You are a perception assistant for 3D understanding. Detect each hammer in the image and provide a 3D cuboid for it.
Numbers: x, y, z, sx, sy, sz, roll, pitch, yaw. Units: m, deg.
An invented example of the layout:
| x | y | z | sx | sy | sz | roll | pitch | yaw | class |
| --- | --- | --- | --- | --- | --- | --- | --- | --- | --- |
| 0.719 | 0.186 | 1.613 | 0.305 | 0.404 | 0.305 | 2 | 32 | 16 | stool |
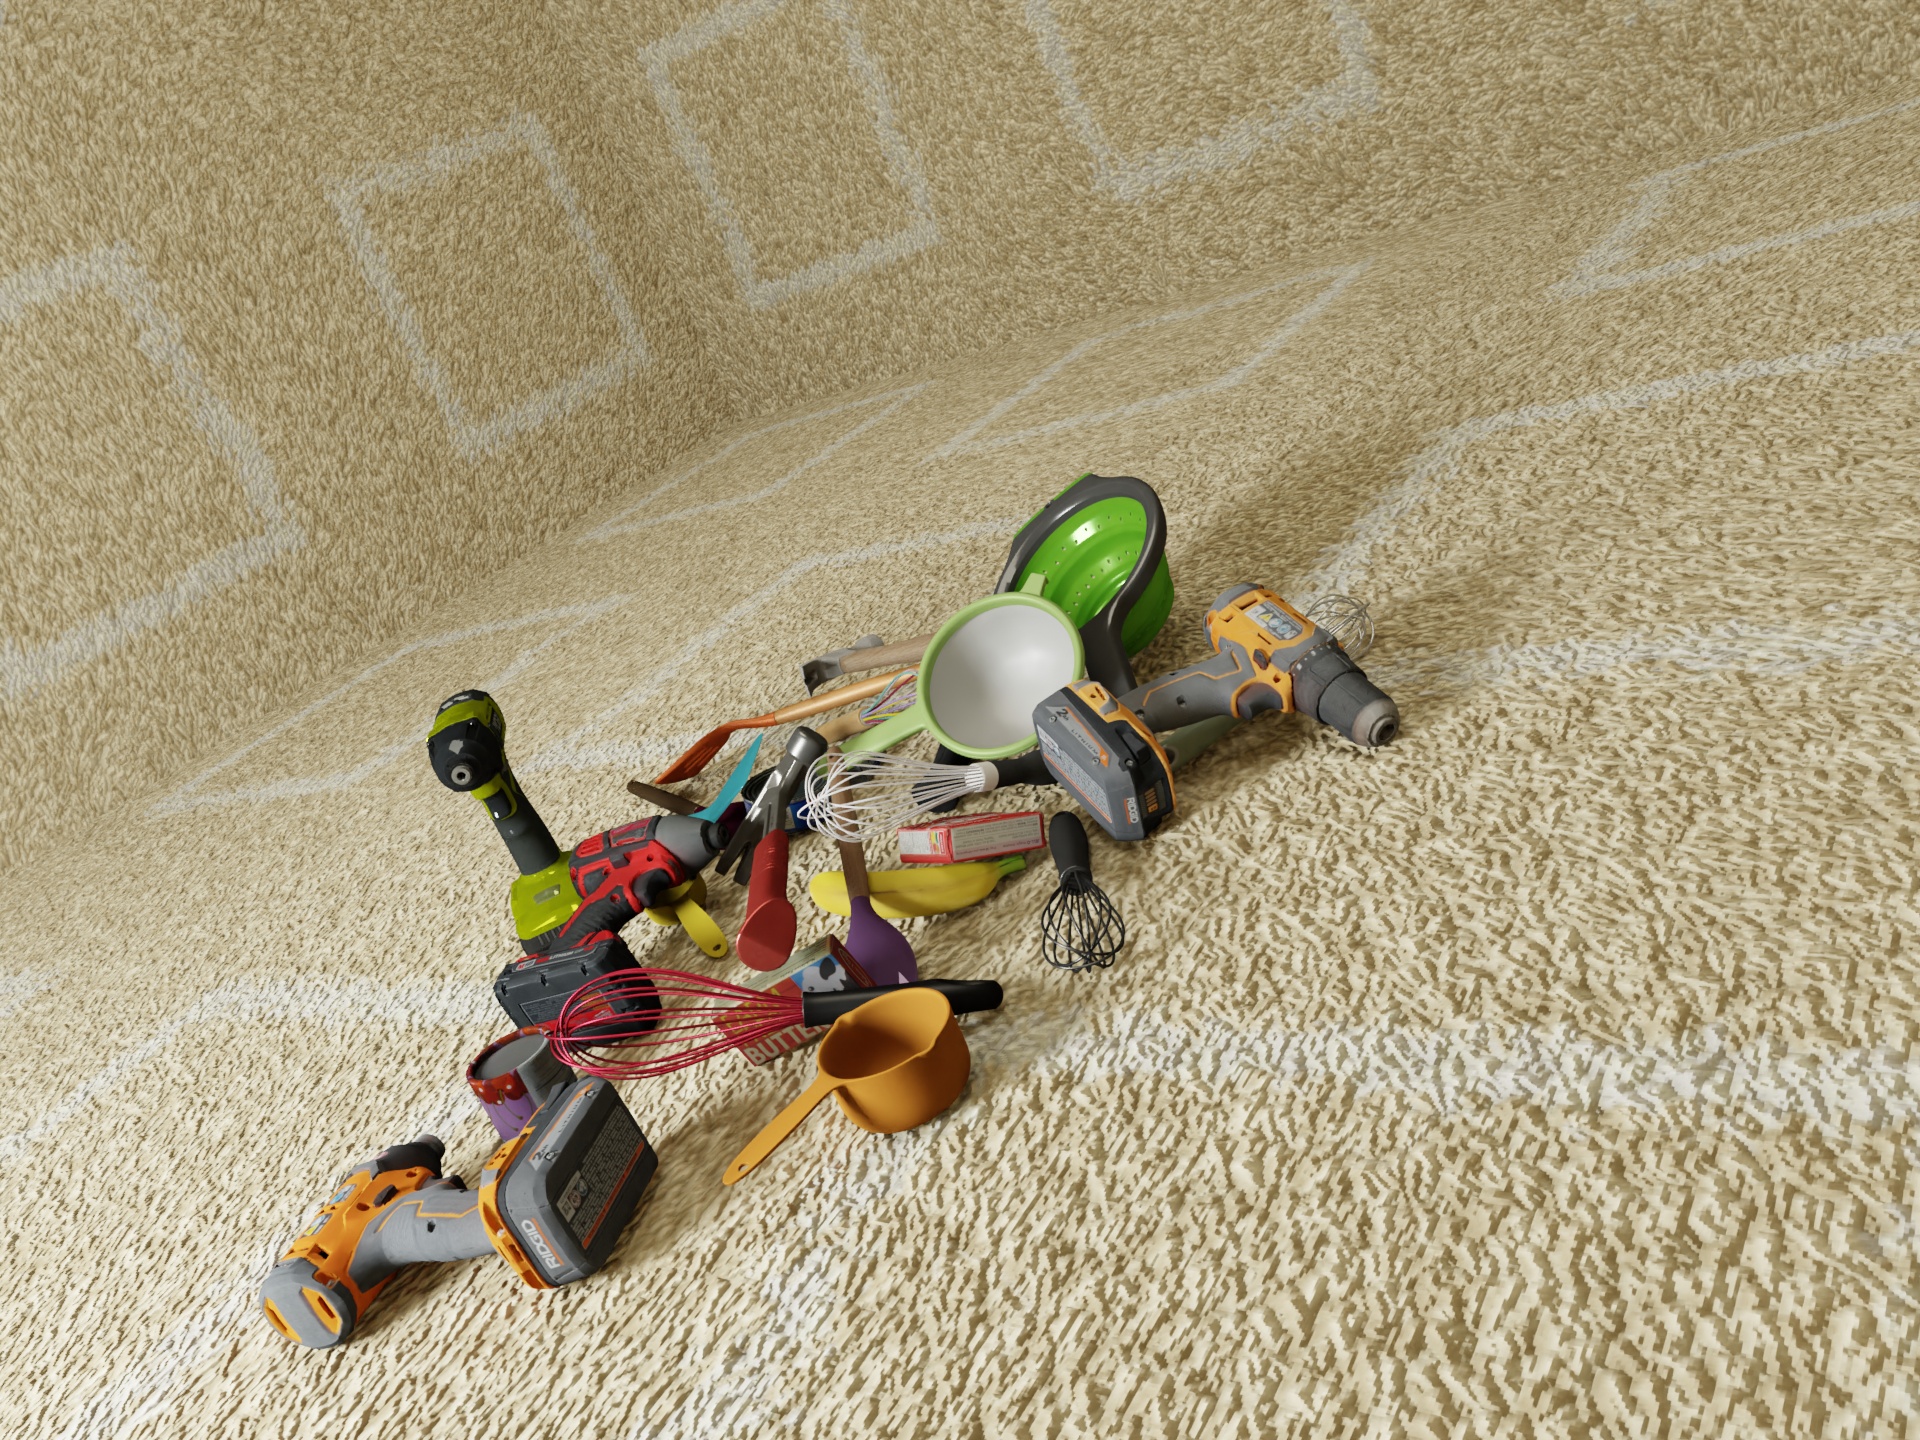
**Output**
| x | y | z | sx | sy | sz | roll | pitch | yaw | class |
| --- | --- | --- | --- | --- | --- | --- | --- | --- | --- |
| -0.040 | -0.068 | 1.513 | 0.130 | 0.031 | 0.331 | -25 | 11 | -38 | hammer |
| 0.013 | -0.008 | 1.472 | 0.146 | 0.035 | 0.335 | -18 | 21 | 18 | hammer |
| -0.147 | 0.112 | 1.187 | 0.149 | 0.036 | 0.359 | -59 | 11 | 9 | hammer |

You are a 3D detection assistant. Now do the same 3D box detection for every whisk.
| x | y | z | sx | sy | sz | roll | pitch | yaw | class |
| --- | --- | --- | --- | --- | --- | --- | --- | --- | --- |
| -0.006 | 0.046 | 1.210 | 0.284 | 0.070 | 0.070 | -7 | 4 | -44 | whisk |
| 0.077 | 0.112 | 1.098 | 0.055 | 0.055 | 0.239 | -21 | 16 | 7 | whisk |
| -0.120 | 0.188 | 1.024 | 0.296 | 0.073 | 0.073 | -5 | 21 | -1 | whisk |
| -0.081 | -0.006 | 1.497 | 0.245 | 0.051 | 0.047 | -20 | 46 | 57 | whisk |
| 0.239 | -0.027 | 1.266 | 0.246 | 0.058 | 0.059 | -35 | -9 | -19 | whisk |

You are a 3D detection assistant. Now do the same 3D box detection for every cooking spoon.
| x | y | z | sx | sy | sz | roll | pitch | yaw | class |
| --- | --- | --- | --- | --- | --- | --- | --- | --- | --- |
| -0.265 | 0.088 | 1.561 | 0.069 | 0.017 | 0.319 | -36 | 24 | -24 | cooking spoon |

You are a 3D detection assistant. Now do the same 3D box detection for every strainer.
| x | y | z | sx | sy | sz | roll | pitch | yaw | class |
| --- | --- | --- | --- | --- | --- | --- | --- | --- | --- |
| -0.002 | -0.004 | 1.357 | 0.256 | 0.069 | 0.152 | -28 | 59 | 13 | strainer |

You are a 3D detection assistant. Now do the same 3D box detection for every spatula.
| x | y | z | sx | sy | sz | roll | pitch | yaw | class |
| --- | --- | --- | --- | --- | --- | --- | --- | --- | --- |
| -0.310 | 0.102 | 1.505 | 0.317 | 0.044 | 0.082 | -22 | 30 | 22 | spatula |
| -0.159 | -0.001 | 1.592 | 0.322 | 0.041 | 0.081 | -18 | -4 | 17 | spatula |
| -0.075 | 0.116 | 1.176 | 0.060 | 0.018 | 0.316 | -28 | 36 | 8 | spatula |

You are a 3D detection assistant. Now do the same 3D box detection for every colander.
| x | y | z | sx | sy | sz | roll | pitch | yaw | class |
| --- | --- | --- | --- | --- | --- | --- | --- | --- | --- |
| 0.141 | -0.069 | 1.420 | 0.204 | 0.094 | 0.398 | -39 | 34 | 21 | colander |

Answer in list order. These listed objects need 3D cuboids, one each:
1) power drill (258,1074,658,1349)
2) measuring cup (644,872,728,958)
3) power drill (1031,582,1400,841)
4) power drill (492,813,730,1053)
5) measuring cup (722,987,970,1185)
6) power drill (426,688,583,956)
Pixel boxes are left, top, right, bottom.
| x | y | z | sx | sy | sz | roll | pitch | yaw | class |
| --- | --- | --- | --- | --- | --- | --- | --- | --- | --- |
| -0.310 | 0.300 | 1.004 | 0.226 | 0.084 | 0.164 | -20 | 19 | 20 | power drill |
| -0.220 | 0.167 | 1.320 | 0.062 | 0.029 | 0.157 | -35 | 34 | -14 | measuring cup |
| 0.191 | -0.001 | 1.173 | 0.226 | 0.084 | 0.186 | -29 | 43 | -14 | power drill |
| -0.270 | 0.157 | 1.272 | 0.143 | 0.078 | 0.220 | -16 | 29 | 20 | power drill |
| -0.066 | 0.232 | 0.945 | 0.173 | 0.052 | 0.095 | -39 | 25 | -31 | measuring cup |
| -0.392 | 0.093 | 1.391 | 0.080 | 0.223 | 0.171 | -26 | 20 | -6 | power drill |
